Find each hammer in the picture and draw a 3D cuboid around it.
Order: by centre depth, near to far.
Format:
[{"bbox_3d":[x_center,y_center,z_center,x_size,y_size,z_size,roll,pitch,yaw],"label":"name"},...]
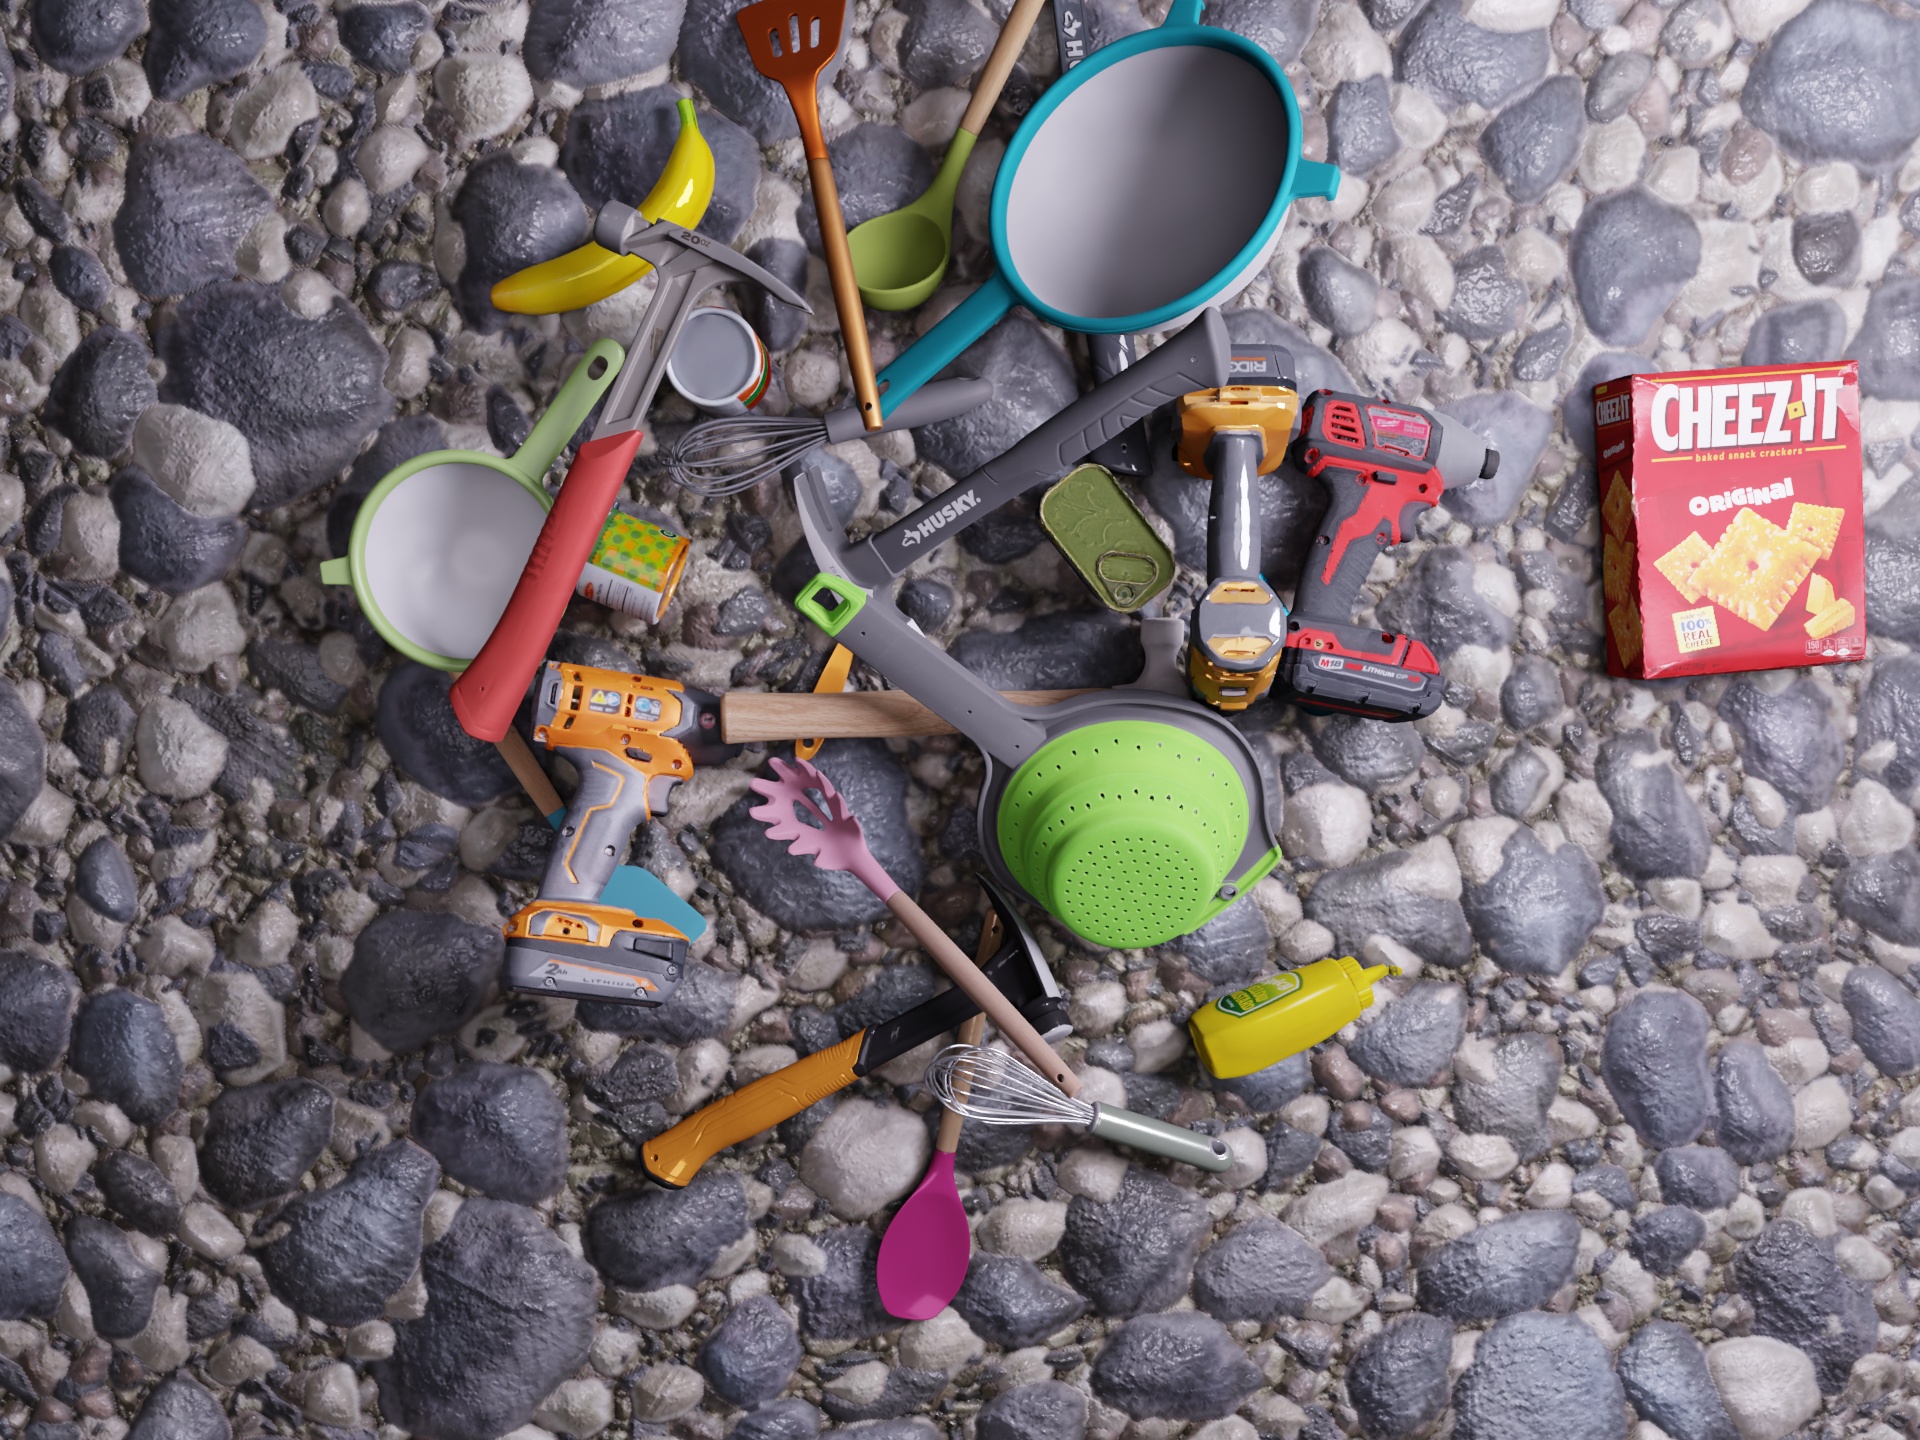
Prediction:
[{"bbox_3d":[0.033,-0.167,1.035,0.335,0.035,0.146,-29,101,33],"label":"hammer"},{"bbox_3d":[-0.235,-0.146,1.042,0.149,0.037,0.359,27,98,4],"label":"hammer"},{"bbox_3d":[0.095,-0.373,1.110,0.149,0.036,0.409,-8,96,-2],"label":"hammer"},{"bbox_3d":[-0.002,-0.004,1.119,0.331,0.031,0.130,-2,100,-11],"label":"hammer"},{"bbox_3d":[-0.090,0.239,1.137,0.337,0.034,0.127,-30,66,12],"label":"hammer"}]

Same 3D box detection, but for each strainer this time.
[{"bbox_3d":[0.082,-0.295,1.052,0.340,0.095,0.211,-36,61,18],"label":"strainer"},{"bbox_3d":[-0.307,-0.154,1.099,0.151,0.069,0.256,36,94,-7],"label":"strainer"}]

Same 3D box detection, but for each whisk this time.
[{"bbox_3d":[-0.092,-0.205,1.115,0.239,0.055,0.055,-15,96,-4],"label":"whisk"},{"bbox_3d":[0.089,0.288,1.161,0.246,0.058,0.059,20,129,-12],"label":"whisk"}]

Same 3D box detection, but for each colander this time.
[{"bbox_3d":[0.051,0.042,1.056,0.396,0.095,0.204,36,116,-20],"label":"colander"}]

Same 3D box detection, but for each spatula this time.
[{"bbox_3d":[-0.088,-0.349,1.070,0.081,0.041,0.323,-12,85,8],"label":"spatula"},{"bbox_3d":[-0.301,0.042,1.132,0.082,0.044,0.317,-34,94,-15],"label":"spatula"}]

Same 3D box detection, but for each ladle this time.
[{"bbox_3d":[0.011,-0.423,1.063,0.078,0.062,0.320,35,106,24],"label":"ladle"}]

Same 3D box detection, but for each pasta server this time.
[{"bbox_3d":[-0.031,0.141,1.096,0.316,0.040,0.060,44,99,21],"label":"pasta server"}]

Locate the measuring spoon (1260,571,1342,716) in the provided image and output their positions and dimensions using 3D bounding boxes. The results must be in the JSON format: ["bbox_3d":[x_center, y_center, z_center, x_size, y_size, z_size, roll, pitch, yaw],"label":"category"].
[{"bbox_3d":[0.240,-0.059,1.150,0.042,0.021,0.128,-34,95,2],"label":"measuring spoon"}]

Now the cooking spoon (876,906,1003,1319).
[{"bbox_3d":[-0.005,0.293,1.179,0.068,0.017,0.319,11,96,-10],"label":"cooking spoon"}]

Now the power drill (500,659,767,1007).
[{"bbox_3d":[-0.224,0.079,1.094,0.164,0.084,0.227,9,74,-13],"label":"power drill"}]

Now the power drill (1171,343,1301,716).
[{"bbox_3d":[0.185,-0.117,1.084,0.084,0.185,0.226,1,76,7],"label":"power drill"}]

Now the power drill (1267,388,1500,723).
[{"bbox_3d":[0.293,-0.115,1.111,0.143,0.078,0.220,10,85,-2],"label":"power drill"}]

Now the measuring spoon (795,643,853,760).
[{"bbox_3d":[-0.094,-0.025,1.151,0.021,0.011,0.117,21,98,-8],"label":"measuring spoon"}]
